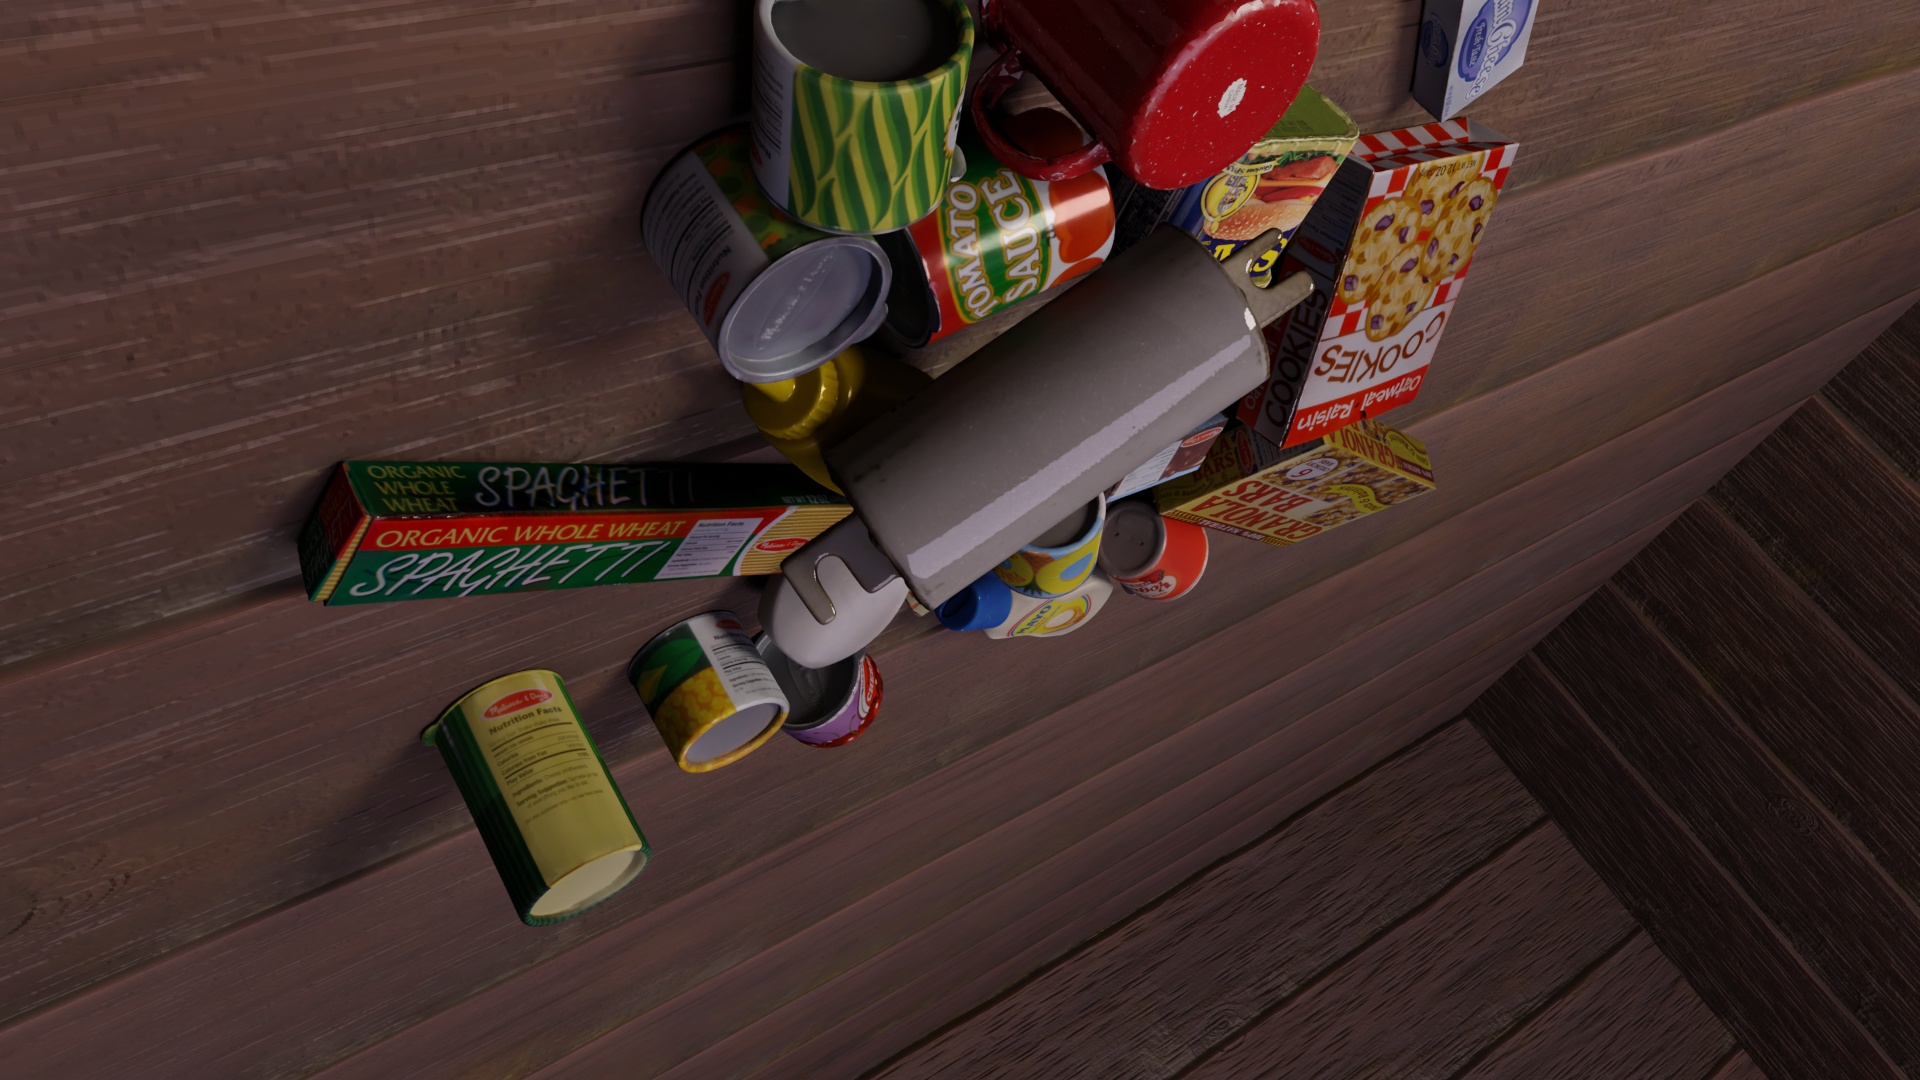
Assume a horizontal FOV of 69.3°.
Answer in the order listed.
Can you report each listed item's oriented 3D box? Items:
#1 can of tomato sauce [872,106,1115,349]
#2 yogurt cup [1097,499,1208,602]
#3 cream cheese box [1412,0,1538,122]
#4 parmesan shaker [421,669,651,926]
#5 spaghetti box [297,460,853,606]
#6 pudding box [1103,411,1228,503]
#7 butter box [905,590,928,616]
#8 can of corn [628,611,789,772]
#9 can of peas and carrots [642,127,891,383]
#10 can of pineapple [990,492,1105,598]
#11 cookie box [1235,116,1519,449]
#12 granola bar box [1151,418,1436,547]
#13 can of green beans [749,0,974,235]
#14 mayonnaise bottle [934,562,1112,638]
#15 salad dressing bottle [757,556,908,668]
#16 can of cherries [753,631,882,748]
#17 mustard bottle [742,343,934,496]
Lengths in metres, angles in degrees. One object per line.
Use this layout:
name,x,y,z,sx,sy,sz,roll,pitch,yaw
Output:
can of tomato sauce,0.007,-0.118,0.521,0.083,0.071,0.071,-27,156,-20
yogurt cup,0.125,0.004,0.934,0.072,0.072,0.054,-43,148,19
cream cheese box,0.245,-0.248,0.654,0.053,0.024,0.103,-36,158,-1
parmesan shaker,-0.201,0.123,0.660,0.071,0.103,0.071,-29,157,-14
spaghetti box,-0.145,-0.006,0.581,0.250,0.029,0.050,-3,141,-52
pudding box,0.117,-0.057,0.843,0.084,0.030,0.049,-20,152,-32
butter box,0.003,-0.009,0.749,0.103,0.053,0.024,-36,160,3
can of corn,-0.133,0.082,0.732,0.071,0.058,0.071,-29,156,-14
can of peas and carrots,-0.065,-0.097,0.476,0.071,0.059,0.070,-30,157,-14
can of pineapple,0.047,-0.007,0.798,0.071,0.071,0.057,-29,156,-14
cookie box,0.227,-0.140,0.764,0.123,0.040,0.166,-19,136,-33
granola bar box,0.223,-0.043,0.926,0.124,0.039,0.165,-25,157,36
can of green beans,-0.032,-0.139,0.431,0.071,0.071,0.057,-25,155,-23
mayonnaise bottle,0.039,0.038,0.907,0.064,0.041,0.148,-45,156,27
salad dressing bottle,-0.039,0.000,0.711,0.064,0.044,0.147,41,100,-21
can of cherries,-0.080,0.081,0.791,0.071,0.071,0.058,-34,157,-2
mustard bottle,-0.051,-0.053,0.594,0.065,0.049,0.160,-43,156,14
